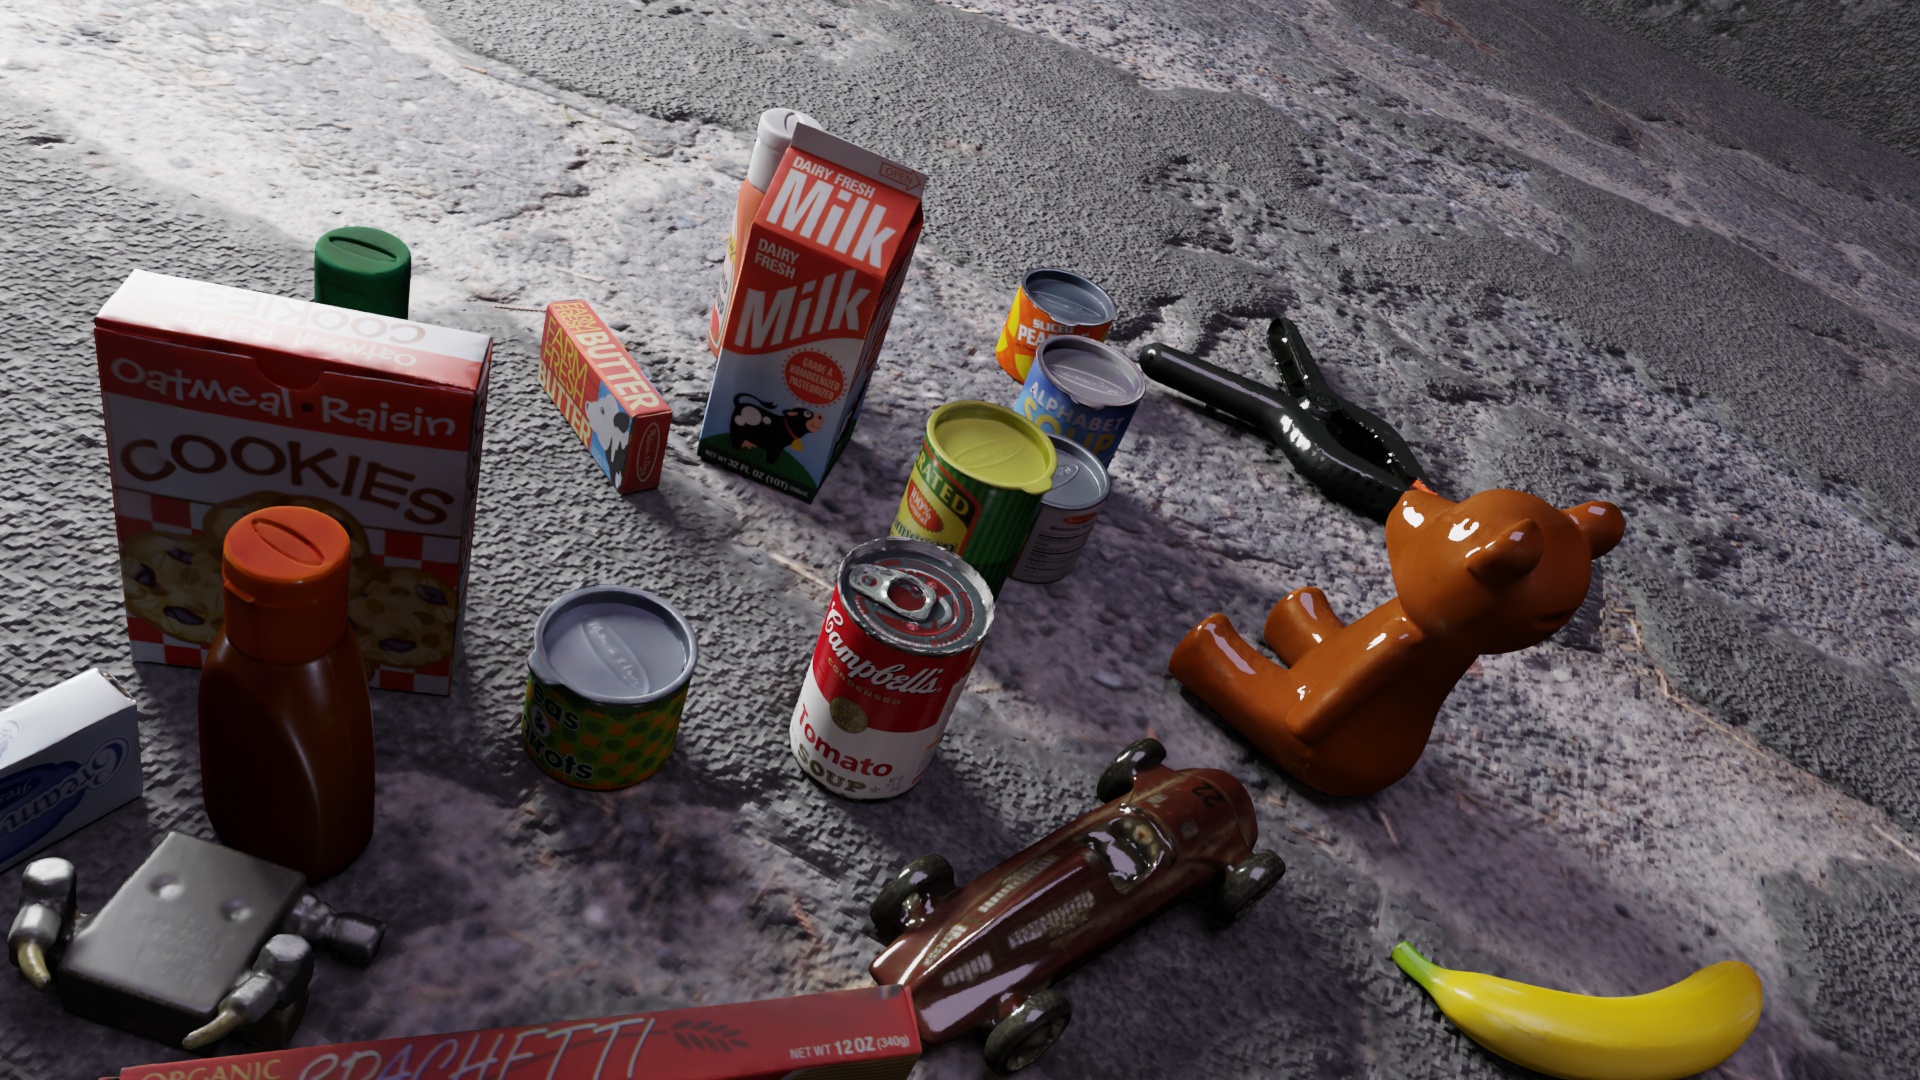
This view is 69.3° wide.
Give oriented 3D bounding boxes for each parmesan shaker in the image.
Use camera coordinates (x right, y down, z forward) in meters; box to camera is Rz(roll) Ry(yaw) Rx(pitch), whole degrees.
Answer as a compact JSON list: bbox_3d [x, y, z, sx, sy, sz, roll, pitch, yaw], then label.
[{"bbox_3d":[0.003,-0.009,0.701,0.071,0.102,0.072,13,39,-11],"label":"parmesan shaker"}]

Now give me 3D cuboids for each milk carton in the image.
[{"bbox_3d":[-0.076,-0.121,0.725,0.072,0.189,0.074,22,38,1],"label":"milk carton"}]

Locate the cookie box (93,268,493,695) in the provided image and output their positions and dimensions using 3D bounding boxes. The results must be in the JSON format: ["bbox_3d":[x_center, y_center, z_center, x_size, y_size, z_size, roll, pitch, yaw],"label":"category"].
[{"bbox_3d":[-0.253,-0.014,0.535,0.123,0.166,0.040,9,40,-16],"label":"cookie box"}]

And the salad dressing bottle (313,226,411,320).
[{"bbox_3d":[-0.263,-0.065,0.607,0.064,0.146,0.044,17,38,-6],"label":"salad dressing bottle"}]

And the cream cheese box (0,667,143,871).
[{"bbox_3d":[-0.332,0.090,0.468,0.024,0.053,0.104,35,40,16],"label":"cream cheese box"}]

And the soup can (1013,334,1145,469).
[{"bbox_3d":[0.062,-0.066,0.811,0.071,0.083,0.072,13,39,-11],"label":"soup can"}]

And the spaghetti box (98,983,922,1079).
[{"bbox_3d":[-0.136,0.182,0.455,0.250,0.049,0.029,2,43,-24],"label":"spaghetti box"}]

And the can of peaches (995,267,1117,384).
[{"bbox_3d":[0.062,-0.137,0.915,0.071,0.057,0.071,13,39,-11],"label":"can of peaches"}]

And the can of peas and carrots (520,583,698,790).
[{"bbox_3d":[-0.150,0.063,0.581,0.071,0.058,0.071,13,39,-11],"label":"can of peas and carrots"}]

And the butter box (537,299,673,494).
[{"bbox_3d":[-0.189,-0.077,0.731,0.024,0.052,0.104,-15,51,-38],"label":"butter box"}]

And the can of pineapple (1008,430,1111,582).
[{"bbox_3d":[0.042,-0.020,0.769,0.071,0.057,0.071,13,39,-11],"label":"can of pineapple"}]

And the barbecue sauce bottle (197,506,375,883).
[{"bbox_3d":[-0.233,0.054,0.480,0.065,0.147,0.044,31,39,12],"label":"barbecue sauce bottle"}]

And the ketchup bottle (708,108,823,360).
[{"bbox_3d":[-0.112,-0.174,0.805,0.043,0.148,0.065,9,40,-16],"label":"ketchup bottle"}]
